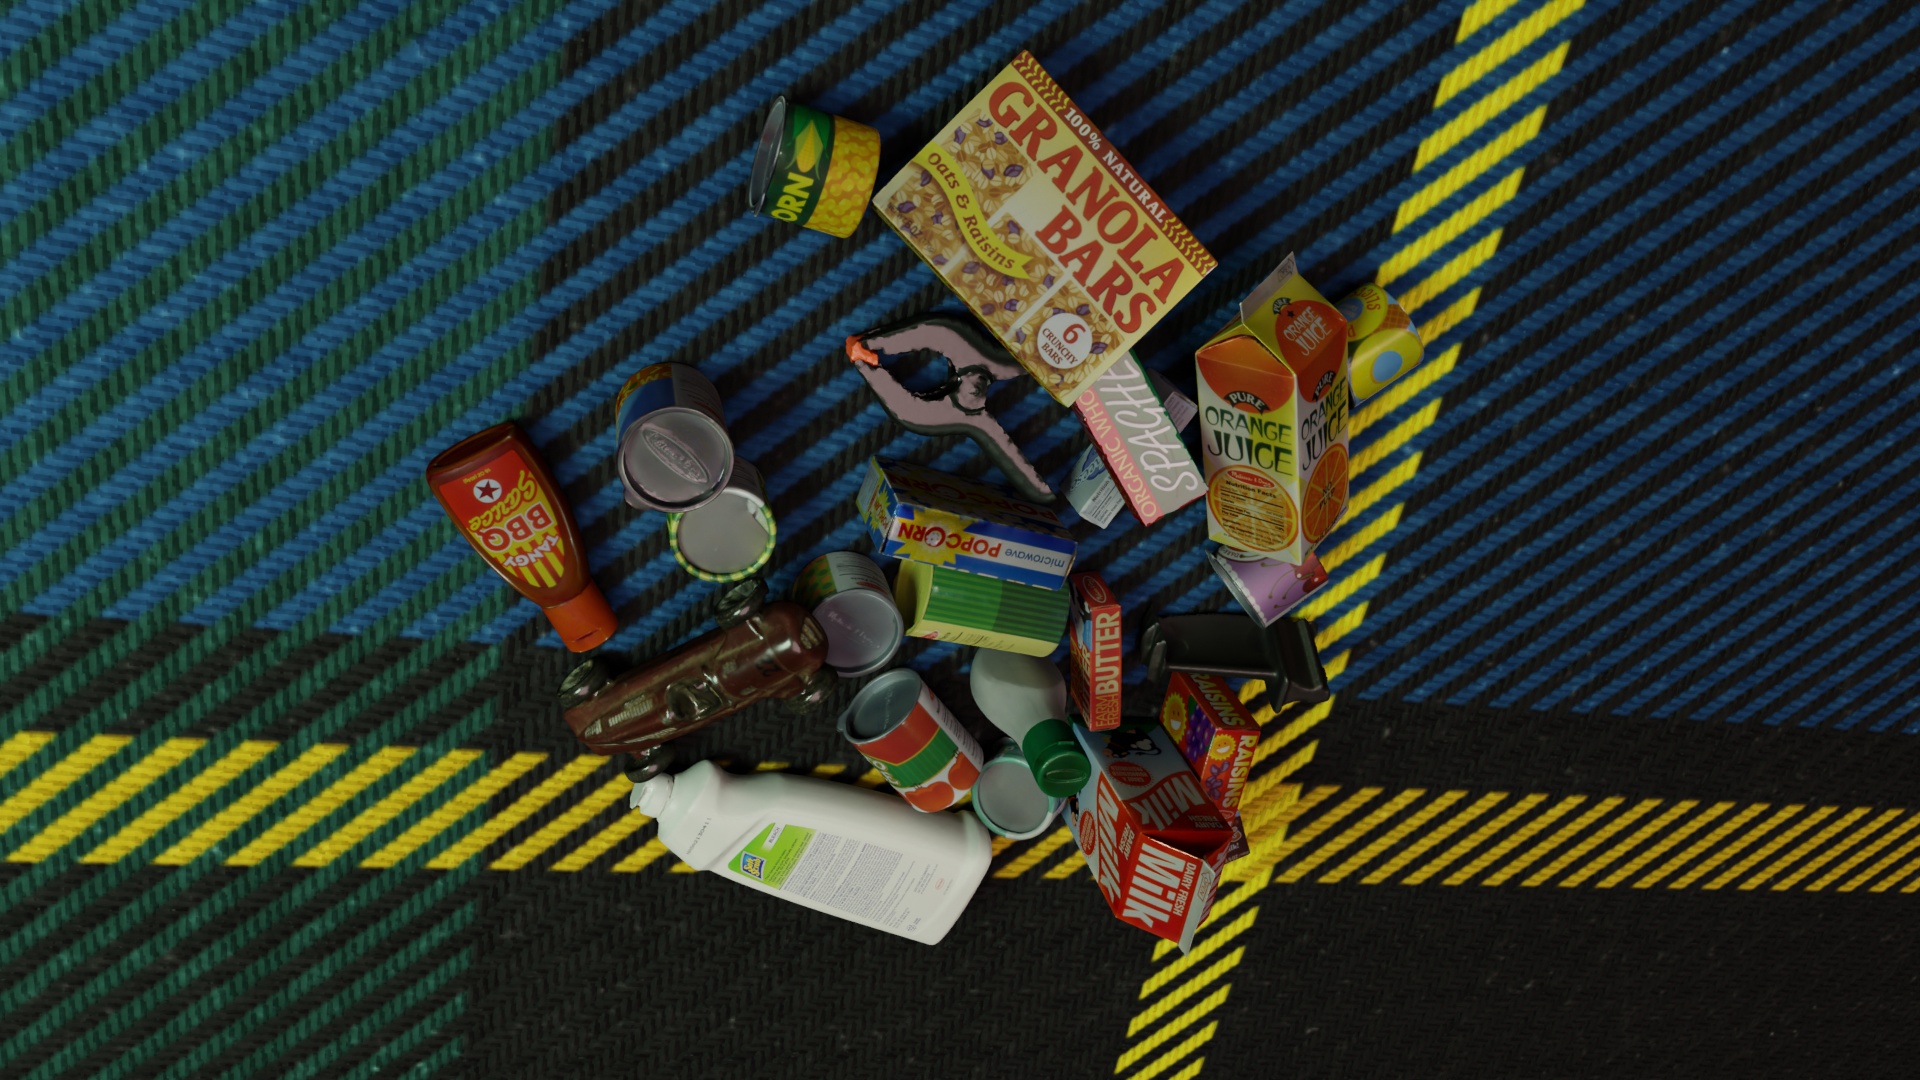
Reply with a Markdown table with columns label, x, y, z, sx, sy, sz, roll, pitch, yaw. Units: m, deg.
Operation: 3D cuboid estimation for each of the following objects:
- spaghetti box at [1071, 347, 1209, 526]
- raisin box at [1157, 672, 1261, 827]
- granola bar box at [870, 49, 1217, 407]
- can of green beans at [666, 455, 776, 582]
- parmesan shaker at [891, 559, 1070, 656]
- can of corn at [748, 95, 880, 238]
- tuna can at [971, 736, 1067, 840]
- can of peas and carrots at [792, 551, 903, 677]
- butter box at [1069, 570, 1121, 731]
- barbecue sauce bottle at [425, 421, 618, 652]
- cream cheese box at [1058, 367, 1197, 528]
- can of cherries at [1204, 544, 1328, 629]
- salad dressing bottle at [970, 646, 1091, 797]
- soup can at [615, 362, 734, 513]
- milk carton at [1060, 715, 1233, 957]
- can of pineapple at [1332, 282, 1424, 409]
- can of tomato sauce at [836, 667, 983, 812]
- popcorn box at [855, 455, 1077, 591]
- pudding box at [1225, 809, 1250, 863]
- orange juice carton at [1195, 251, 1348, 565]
| label | x | y | z | sx | sy | sz | roll | pitch | yaw |
| --- | --- | --- | --- | --- | --- | --- | --- | --- | --- |
| spaghetti box | 0.076 | -0.123 | 0.863 | 0.050 | 0.029 | 0.249 | -31 | 102 | 1 |
| raisin box | 0.177 | 0.169 | 1.035 | 0.040 | 0.086 | 0.122 | 4 | 114 | -16 |
| granola bar box | 0.048 | -0.180 | 0.813 | 0.124 | 0.039 | 0.165 | -44 | 102 | 3 |
| can of green beans | -0.151 | -0.015 | 0.873 | 0.071 | 0.058 | 0.071 | -6 | 116 | -13 |
| parmesan shaker | 0.013 | 0.039 | 0.941 | 0.103 | 0.071 | 0.071 | 11 | 112 | -22 |
| can of corn | -0.084 | -0.210 | 0.792 | 0.058 | 0.071 | 0.071 | 13 | 111 | -21 |
| tuna can | 0.042 | 0.181 | 1.017 | 0.071 | 0.033 | 0.071 | 6 | 105 | 21 |
| can of peas and carrots | -0.077 | 0.050 | 0.924 | 0.071 | 0.059 | 0.070 | -6 | 117 | -12 |
| butter box | 0.096 | 0.079 | 0.989 | 0.024 | 0.053 | 0.103 | -8 | 116 | -10 |
| barbecue sauce bottle | -0.263 | 0.002 | 0.858 | 0.065 | 0.044 | 0.148 | -27 | 119 | -3 |
| cream cheese box | 0.111 | -0.061 | 0.926 | 0.024 | 0.053 | 0.103 | 31 | 103 | -24 |
| can of cherries | 0.217 | 0.018 | 0.987 | 0.058 | 0.072 | 0.071 | -36 | 119 | 3 |
| salad dressing bottle | 0.048 | 0.117 | 0.939 | 0.064 | 0.148 | 0.043 | 3 | 114 | -16 |
| soup can | -0.174 | -0.061 | 0.829 | 0.071 | 0.084 | 0.071 | -6 | 116 | -12 |
| milk carton | 0.131 | 0.203 | 0.979 | 0.073 | 0.191 | 0.072 | 4 | 114 | -17 |
| can of pineapple | 0.266 | -0.131 | 0.928 | 0.058 | 0.071 | 0.070 | -34 | 119 | 2 |
| can of tomato sauce | -0.034 | 0.142 | 0.975 | 0.071 | 0.071 | 0.083 | -36 | 119 | 4 |
| popcorn box | 0.003 | -0.011 | 0.902 | 0.127 | 0.085 | 0.038 | 12 | 110 | -20 |
| pudding box | 0.183 | 0.238 | 1.102 | 0.084 | 0.030 | 0.049 | -21 | 118 | -5 |
| orange juice carton | 0.203 | -0.085 | 0.901 | 0.072 | 0.073 | 0.191 | -42 | 135 | -35 |
